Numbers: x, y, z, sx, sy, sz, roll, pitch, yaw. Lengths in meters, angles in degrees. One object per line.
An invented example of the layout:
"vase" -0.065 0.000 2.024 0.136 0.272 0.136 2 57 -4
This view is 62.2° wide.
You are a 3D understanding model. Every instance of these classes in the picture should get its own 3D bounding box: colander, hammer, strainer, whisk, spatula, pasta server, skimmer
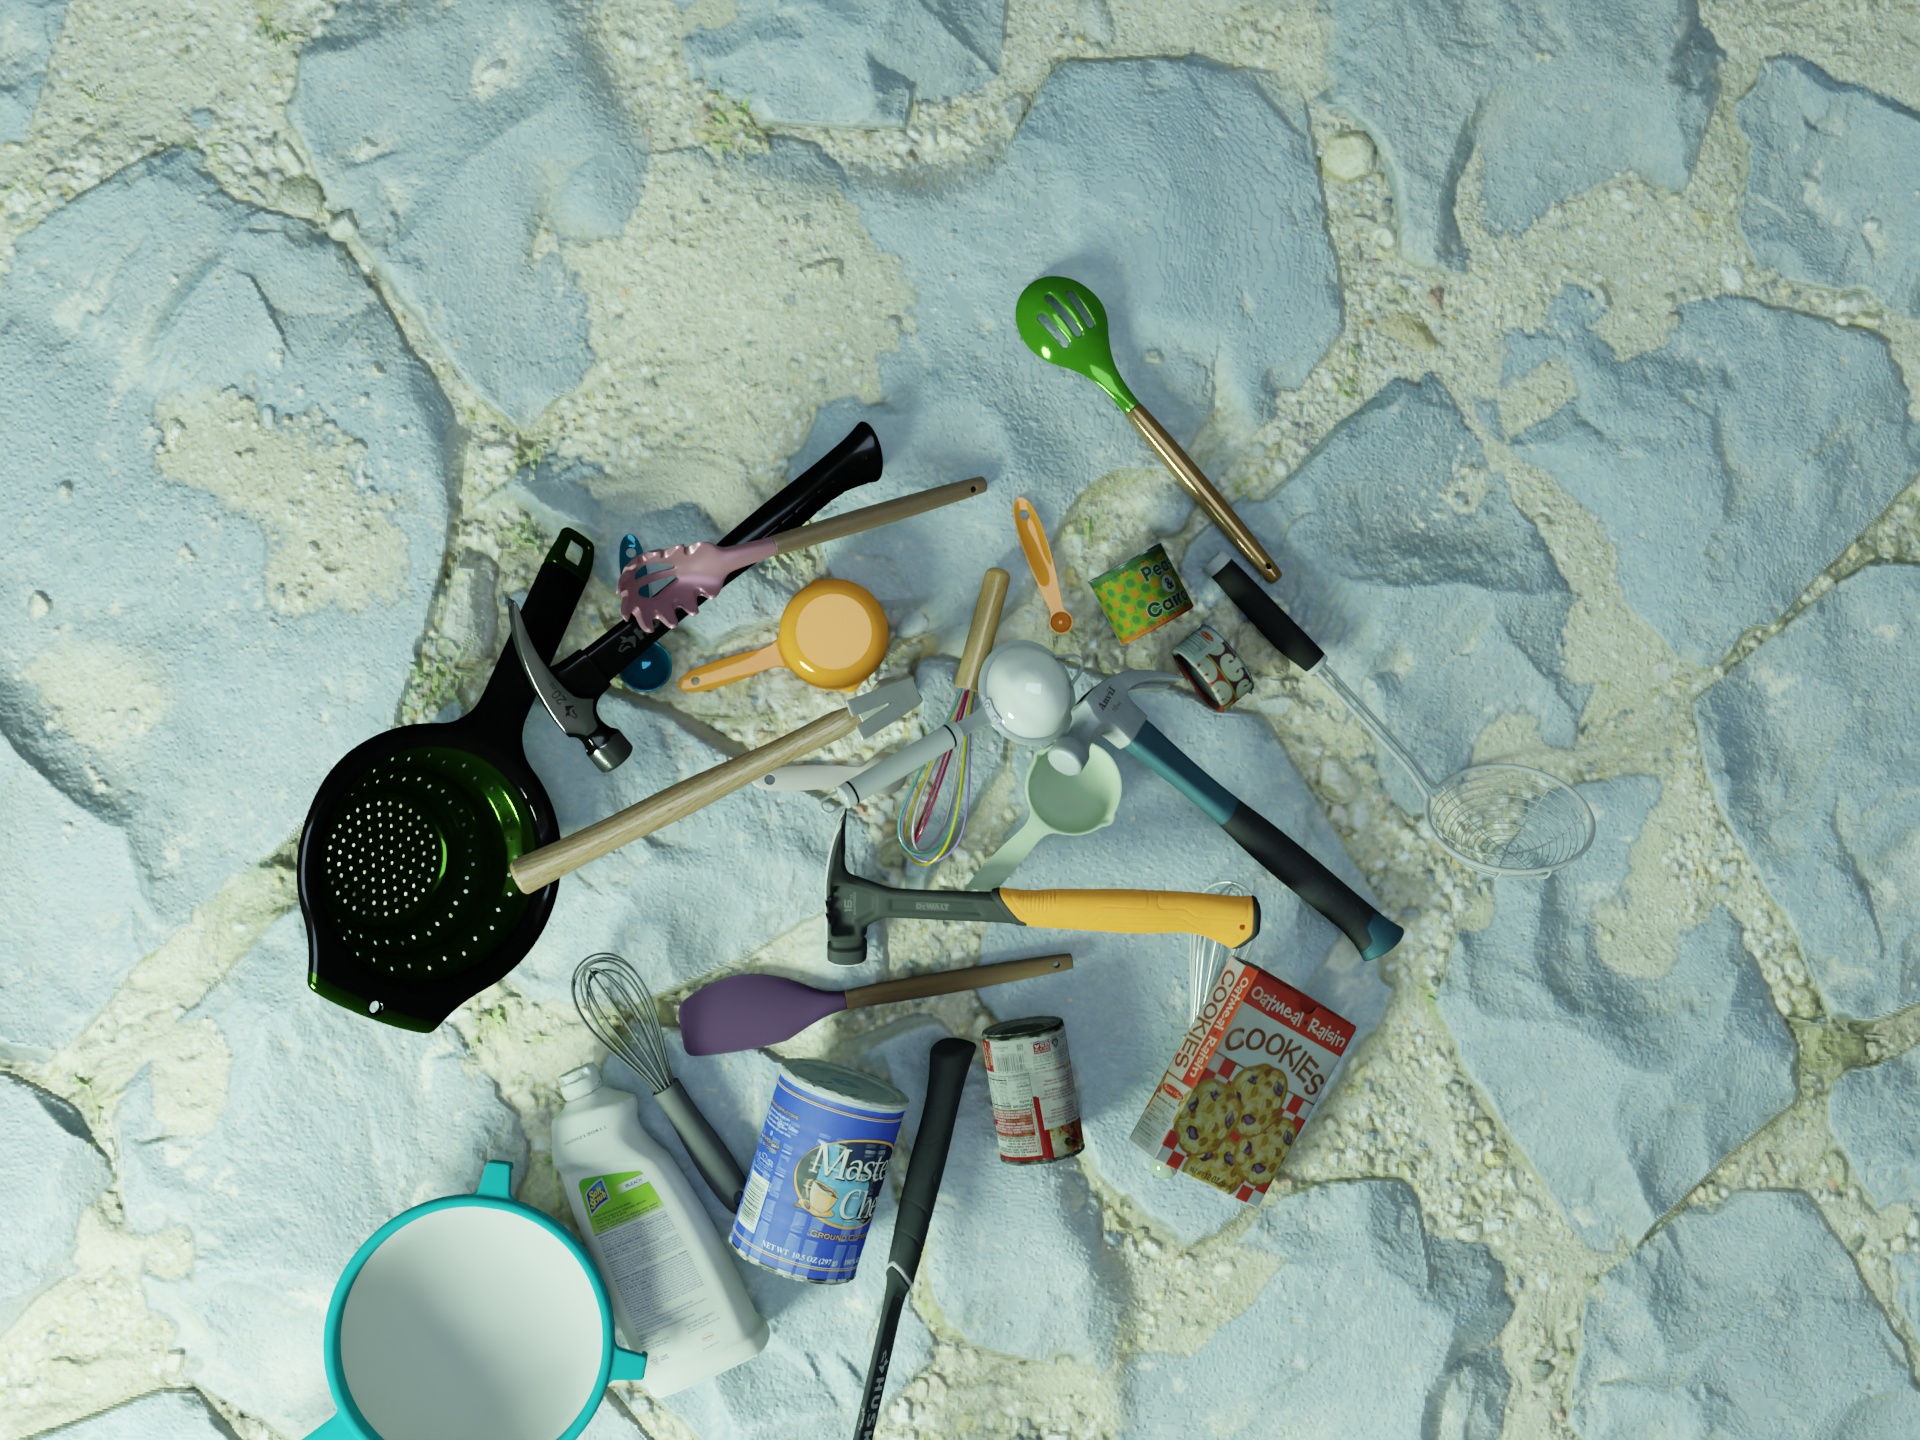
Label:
"colander" -0.383 0.032 1.207 0.204 0.094 0.397 36 64 -39
"hammer" 0.223 0.083 1.266 0.331 0.033 0.128 39 58 -9
"strainer" 0.002 0.007 1.223 0.258 0.050 0.087 -30 90 -21
"hammer" -0.048 0.448 1.227 0.036 0.149 0.409 7 78 31
"hammer" -0.192 -0.120 1.226 0.335 0.035 0.146 -41 112 -13
"whisk" 0.191 0.248 1.276 0.059 0.057 0.246 15 91 30
"strainer" -0.409 0.491 1.196 0.340 0.095 0.211 -36 88 -1
"spatula" -0.066 0.215 1.265 0.316 0.018 0.060 -8 89 -4
"hammer" 0.063 0.138 1.228 0.337 0.034 0.127 3 114 2
"whisk" -0.004 -0.004 1.265 0.051 0.047 0.245 17 83 -16
"pasta server" -0.116 -0.139 1.218 0.316 0.040 0.060 -20 119 -22
"hammer" -0.180 0.045 1.193 0.331 0.130 0.031 -26 94 -8
"whisk" -0.227 0.285 1.239 0.055 0.055 0.239 -31 97 -5
"skimmer" 0.345 -0.014 1.268 0.363 0.090 0.127 46 54 0

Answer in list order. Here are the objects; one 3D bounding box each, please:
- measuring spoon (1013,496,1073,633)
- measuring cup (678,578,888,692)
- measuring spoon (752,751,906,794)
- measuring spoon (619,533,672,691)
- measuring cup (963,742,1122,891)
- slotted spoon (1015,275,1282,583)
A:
"measuring spoon" 0.066 -0.125 1.288 0.021 0.011 0.117 -18 87 -4
"measuring cup" -0.139 -0.055 1.245 0.173 0.052 0.095 -19 91 -7
"measuring spoon" -0.104 0.045 1.264 0.124 0.018 0.034 -3 89 -4
"measuring spoon" -0.255 -0.083 1.258 0.042 0.021 0.129 -6 80 -14
"measuring cup" 0.058 0.085 1.270 0.083 0.038 0.167 43 91 -3
"slotted spoon" 0.158 -0.234 1.288 0.070 0.031 0.313 -41 94 -5
